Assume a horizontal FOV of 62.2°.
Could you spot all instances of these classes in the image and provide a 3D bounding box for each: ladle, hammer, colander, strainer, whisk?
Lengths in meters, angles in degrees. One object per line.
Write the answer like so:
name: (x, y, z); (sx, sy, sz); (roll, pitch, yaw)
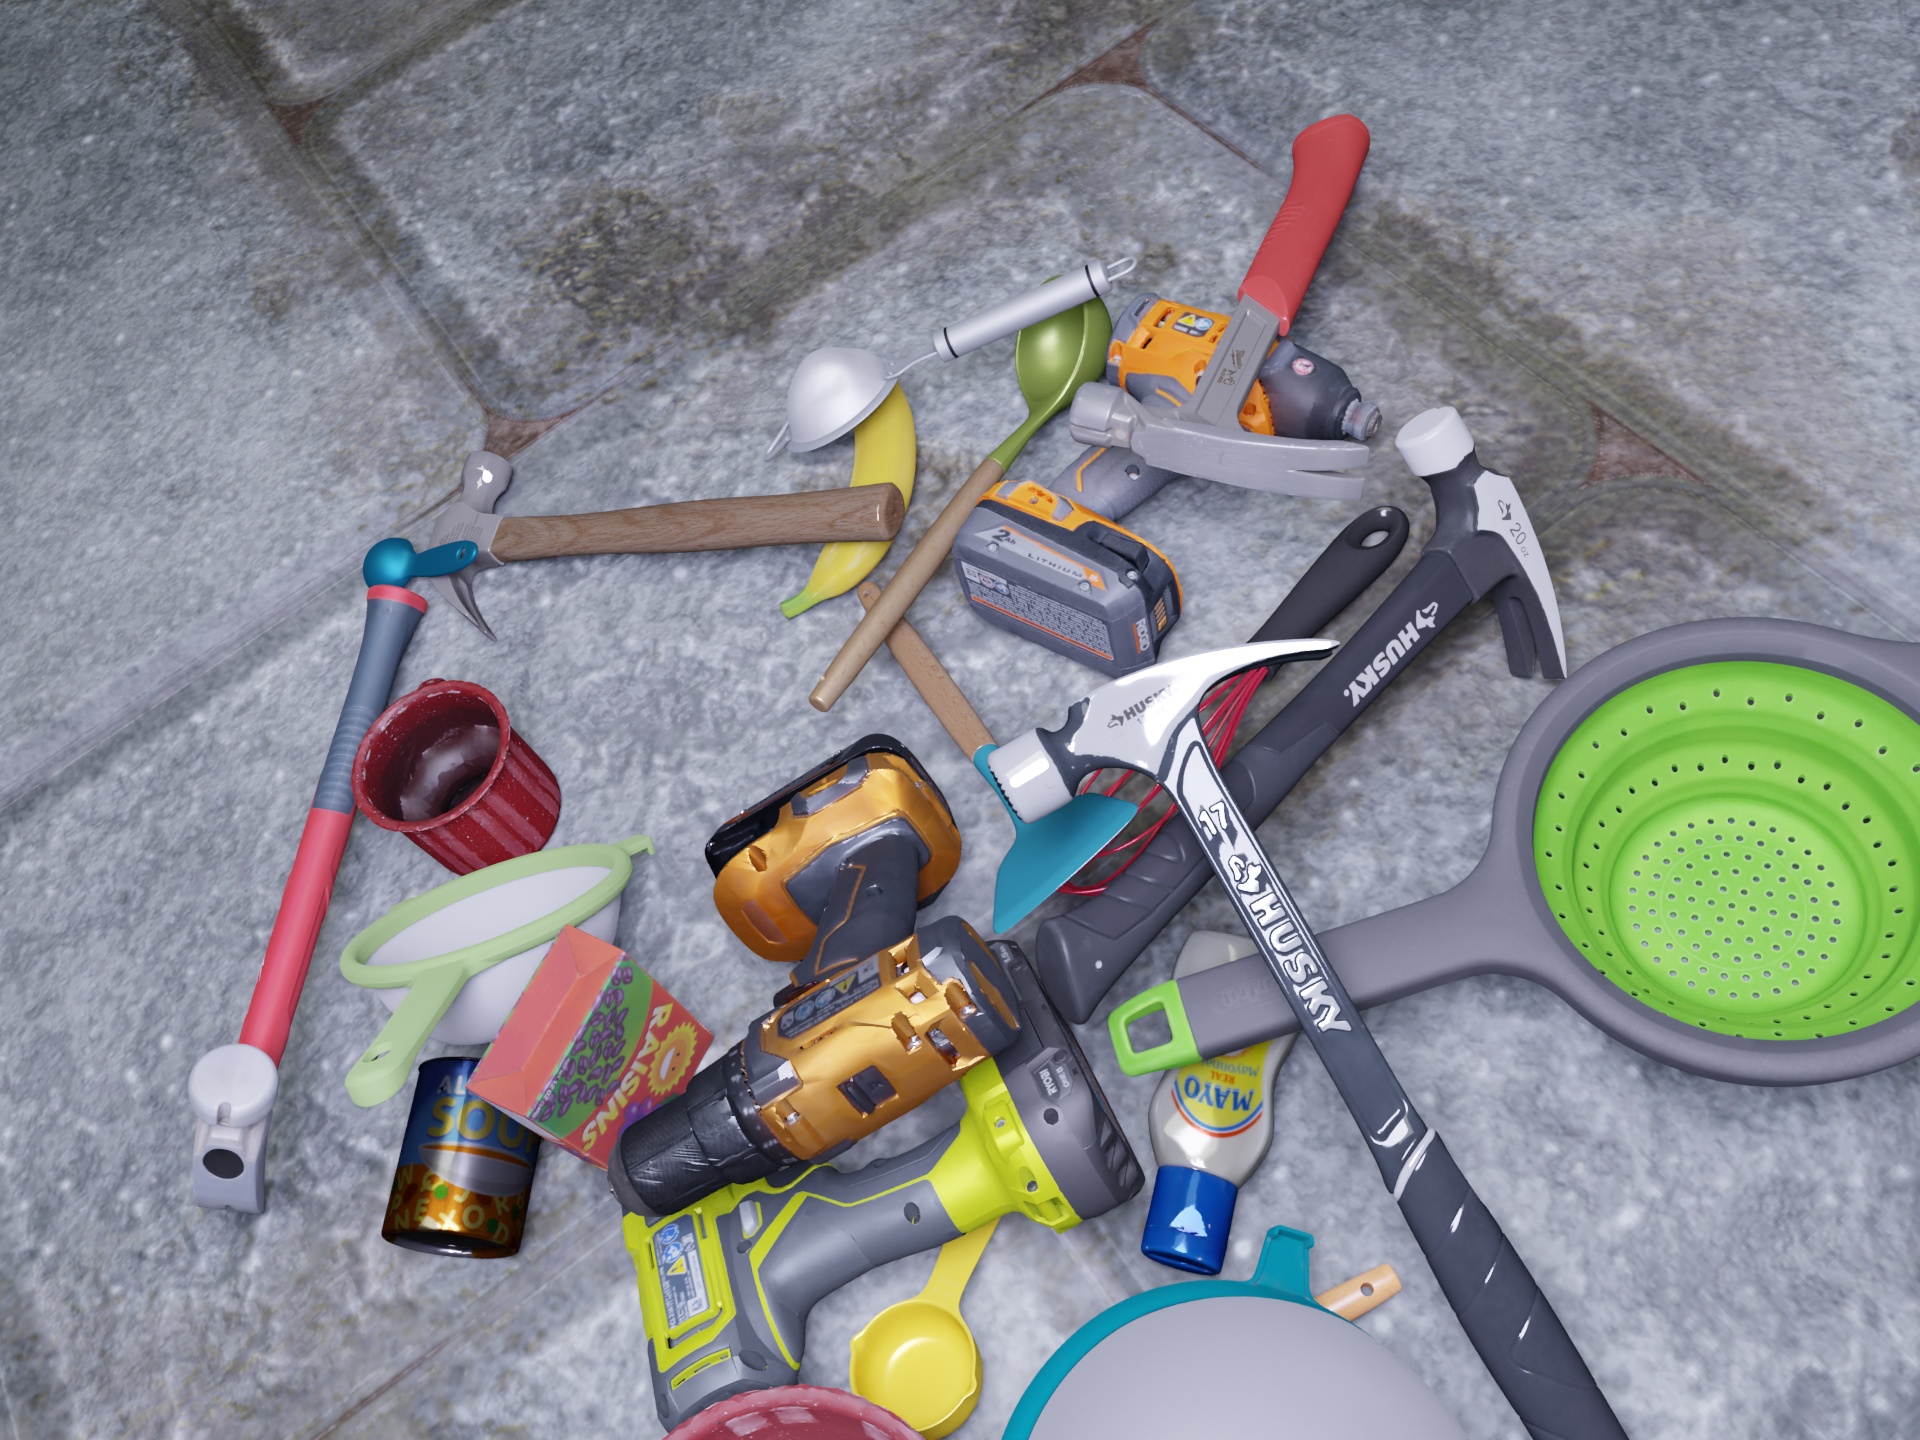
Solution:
ladle: (-0.003, -0.135, 0.907); (0.320, 0.062, 0.078); (-56, 19, -26)
hammer: (0.172, 0.154, 0.628); (0.149, 0.036, 0.409); (-30, 81, 1)
hammer: (0.188, -0.247, 0.893); (0.149, 0.036, 0.359); (14, 47, 17)
hammer: (-0.359, 0.077, 0.896); (0.038, 0.143, 0.387); (12, 47, -15)
colander: (0.262, 0.092, 0.701); (0.397, 0.094, 0.205); (-20, 59, 9)
hammer: (-0.188, -0.114, 0.963); (0.331, 0.031, 0.130); (0, 62, 25)
strainer: (0.152, 0.348, 0.544); (0.211, 0.095, 0.341); (-24, 65, -26)
strainer: (-0.017, -0.220, 0.937); (0.258, 0.050, 0.087); (-20, 38, 18)
strainer: (-0.232, 0.137, 0.768); (0.151, 0.069, 0.256); (-16, 15, 4)
whisk: (0.141, -0.016, 0.822); (0.073, 0.073, 0.296); (34, 67, 30)
hammer: (0.158, 0.012, 0.735); (0.335, 0.146, 0.035); (-44, 21, -18)

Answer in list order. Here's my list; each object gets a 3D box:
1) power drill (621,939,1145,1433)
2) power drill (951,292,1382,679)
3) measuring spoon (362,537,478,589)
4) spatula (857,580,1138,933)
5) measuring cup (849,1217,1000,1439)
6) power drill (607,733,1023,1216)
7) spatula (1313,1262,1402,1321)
power drill: (-0.046, 0.201, 0.721); (0.223, 0.080, 0.171); (-29, 37, 0)
power drill: (0.118, -0.135, 0.884); (0.164, 0.084, 0.226); (26, 66, 27)
measuring spoon: (-0.342, -0.102, 0.995); (0.129, 0.021, 0.042); (-3, 73, 45)
spatula: (-0.001, -0.003, 0.809); (0.082, 0.044, 0.318); (-42, 39, 5)
measuring cup: (0.002, 0.250, 0.724); (0.062, 0.029, 0.157); (10, 51, 26)
power drill: (-0.073, 0.115, 0.727); (0.185, 0.084, 0.226); (-32, 25, 8)
spatula: (0.042, 0.308, 0.663); (0.322, 0.041, 0.081); (-28, 61, -3)
